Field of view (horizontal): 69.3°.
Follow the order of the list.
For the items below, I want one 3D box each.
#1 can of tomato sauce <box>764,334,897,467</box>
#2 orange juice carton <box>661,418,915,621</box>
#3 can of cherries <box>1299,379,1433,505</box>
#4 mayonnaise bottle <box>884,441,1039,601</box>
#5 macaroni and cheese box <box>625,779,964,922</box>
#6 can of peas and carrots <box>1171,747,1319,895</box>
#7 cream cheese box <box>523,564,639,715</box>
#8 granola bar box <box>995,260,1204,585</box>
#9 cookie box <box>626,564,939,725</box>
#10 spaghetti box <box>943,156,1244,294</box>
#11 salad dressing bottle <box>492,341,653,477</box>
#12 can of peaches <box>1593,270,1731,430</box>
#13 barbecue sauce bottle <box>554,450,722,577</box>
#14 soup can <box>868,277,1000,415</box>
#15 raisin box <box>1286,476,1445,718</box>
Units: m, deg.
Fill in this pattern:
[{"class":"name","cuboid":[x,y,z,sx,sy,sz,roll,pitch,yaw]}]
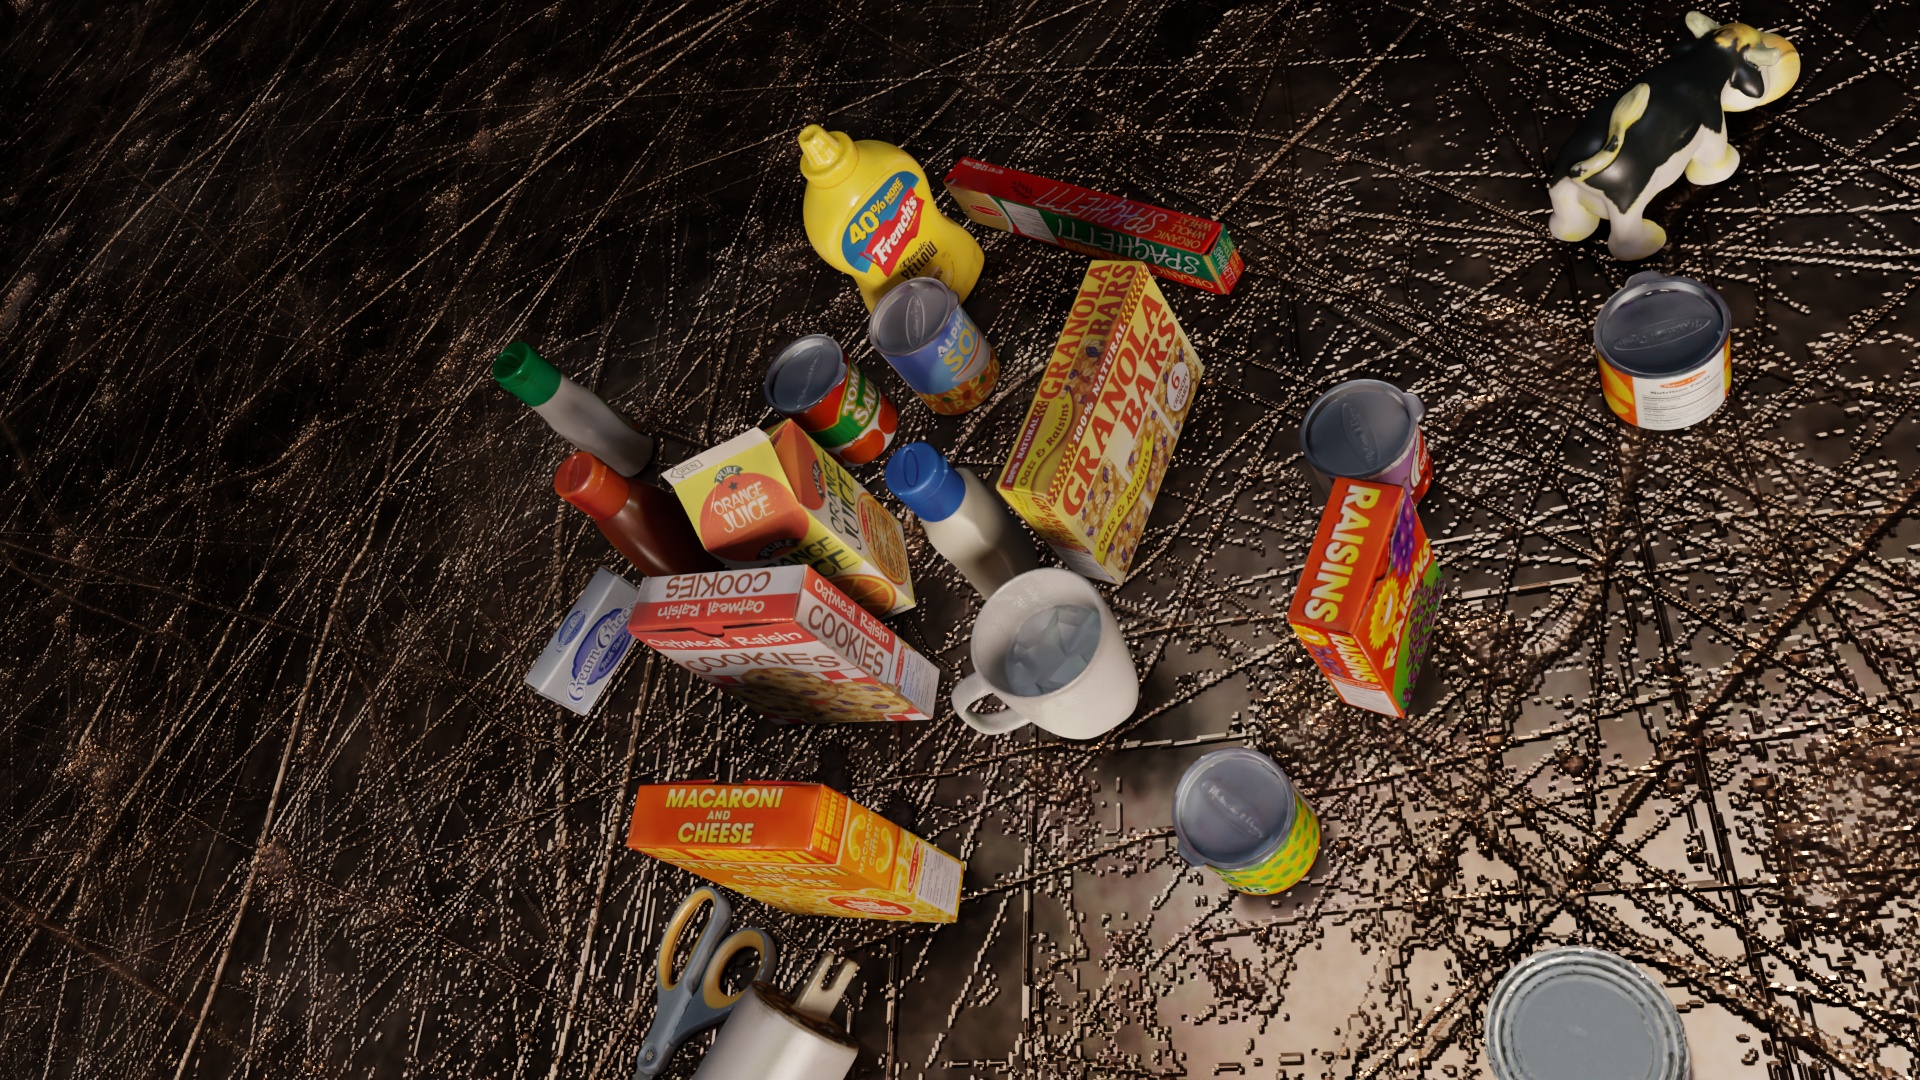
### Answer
[{"class":"can of tomato sauce","cuboid":[-0.092,-0.101,1.020,0.071,0.083,0.071,-14,57,23]},{"class":"orange juice carton","cuboid":[-0.109,-0.012,0.908,0.071,0.192,0.073,-24,54,17]},{"class":"can of cherries","cuboid":[0.242,-0.053,0.817,0.071,0.058,0.072,-14,57,23]},{"class":"mayonnaise bottle","cuboid":[0.003,-0.011,0.872,0.041,0.147,0.065,-21,55,19]},{"class":"macaroni and cheese box","cuboid":[-0.091,0.181,0.803,0.123,0.166,0.040,-6,61,27]},{"class":"can of peas and carrots","cuboid":[0.153,0.154,0.748,0.071,0.058,0.071,-14,57,23]},{"class":"cream cheese box","cuboid":[-0.275,0.076,1.041,0.024,0.053,0.104,23,76,37]},{"class":"granola bar box","cuboid":[0.091,-0.073,0.873,0.039,0.124,0.166,11,69,34]},{"class":"cookie box","cuboid":[-0.107,0.071,0.875,0.123,0.167,0.040,-6,61,27]},{"class":"spaghetti box","cuboid":[0.092,-0.231,1.012,0.250,0.050,0.029,26,78,38]},{"class":"salad dressing bottle","cuboid":[-0.306,-0.103,1.102,0.064,0.147,0.044,27,79,38]},{"class":"can of peaches","cuboid":[0.387,-0.104,0.765,0.071,0.058,0.071,-14,57,23]},{"class":"barbecue sauce bottle","cuboid":[-0.231,-0.014,1.007,0.043,0.148,0.065,-15,57,22]},{"class":"soup can","cuboid":[-0.015,-0.139,0.997,0.071,0.083,0.071,-14,57,23]},{"class":"raisin box","cuboid":[0.219,0.032,0.739,0.040,0.123,0.086,13,71,35]}]
